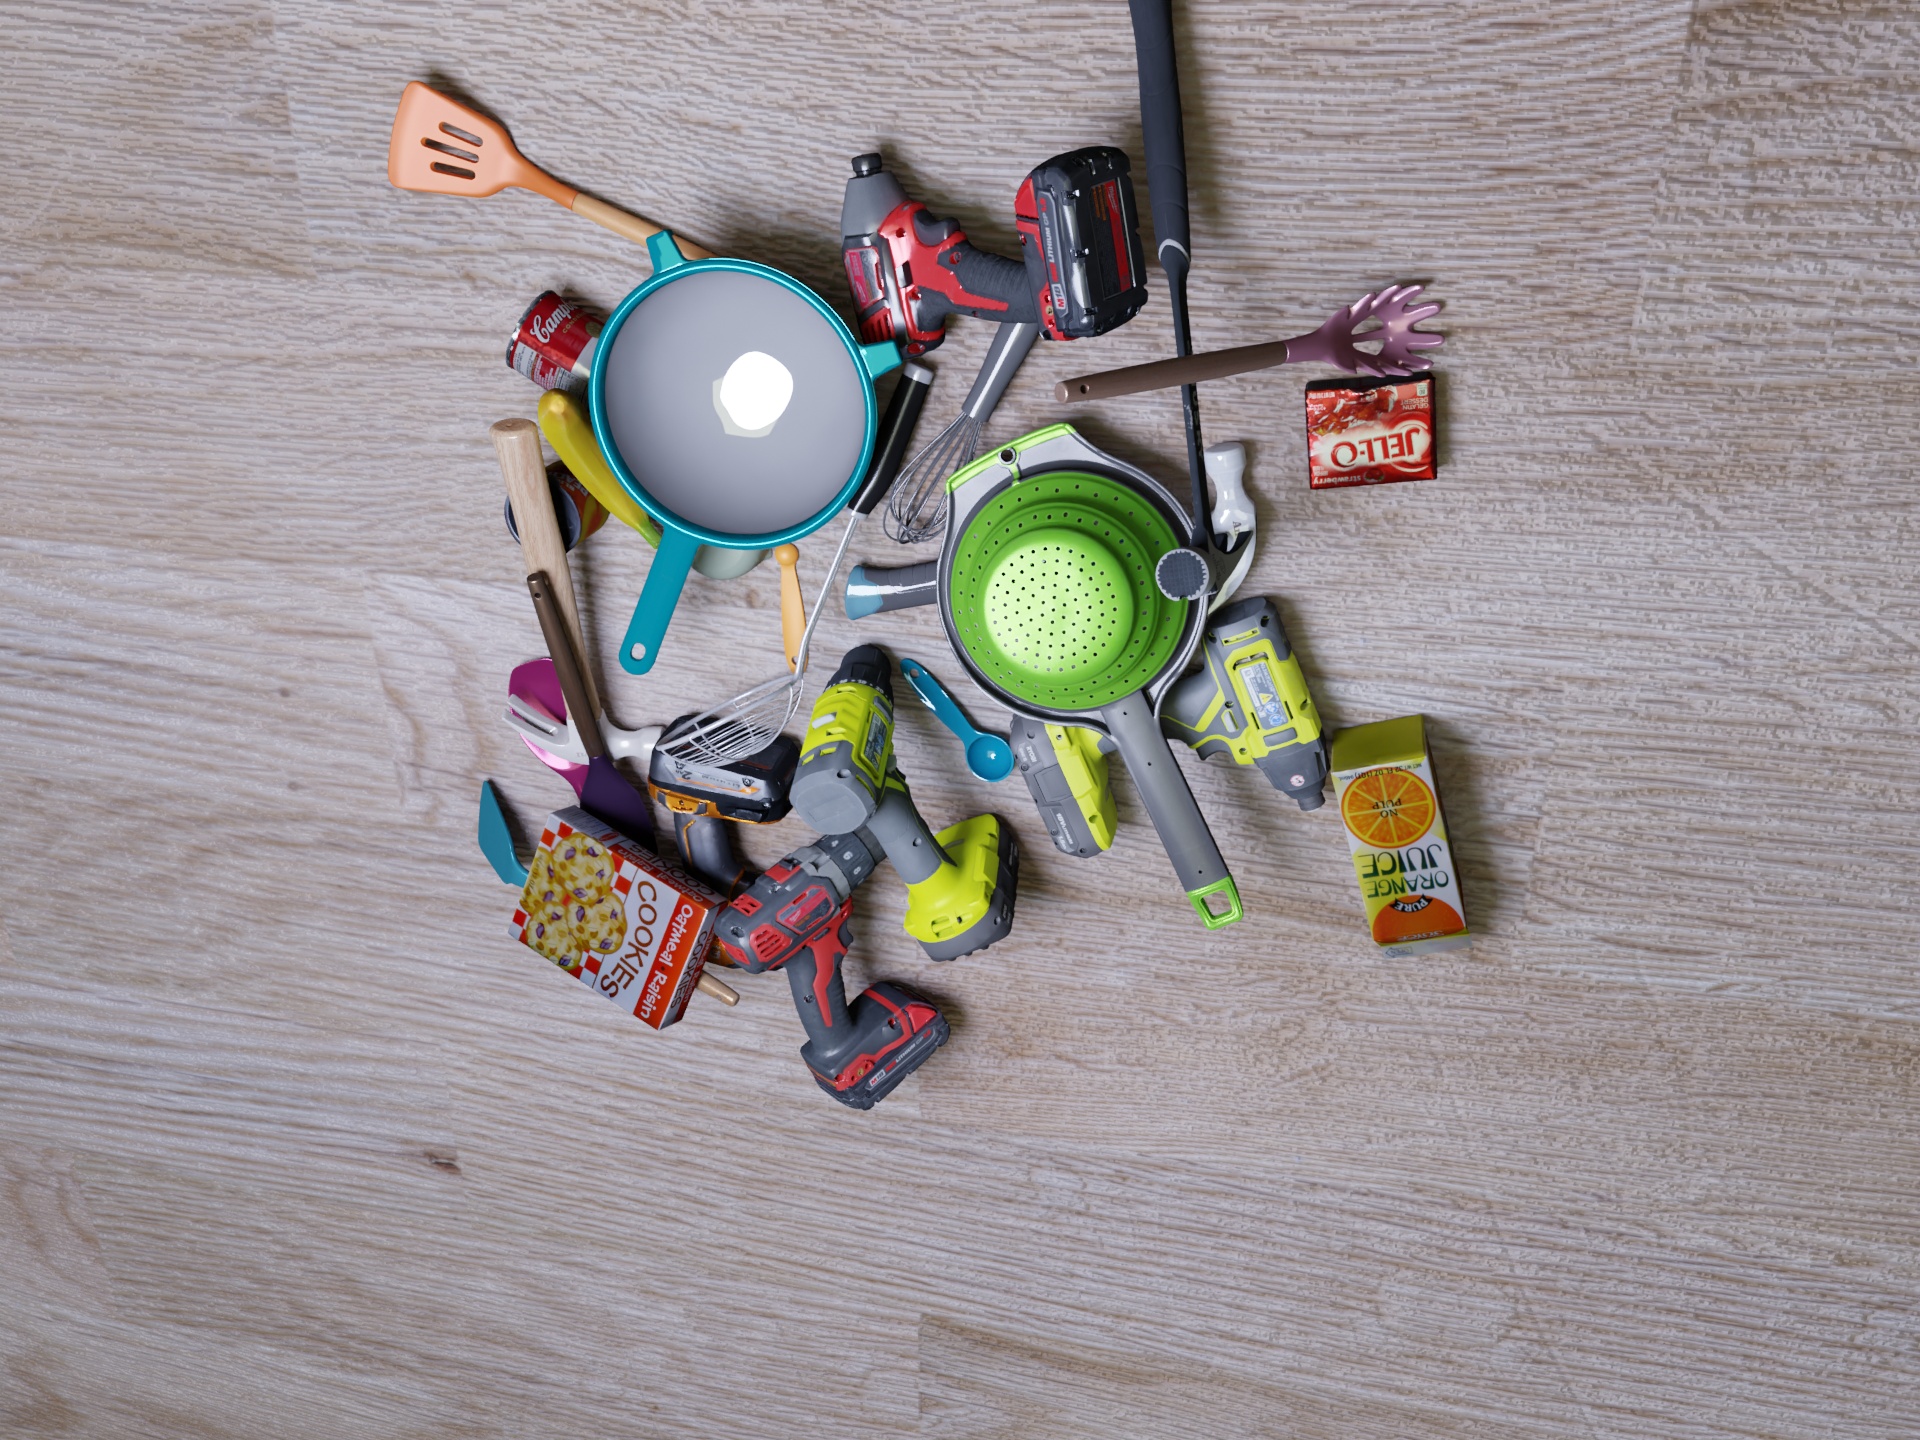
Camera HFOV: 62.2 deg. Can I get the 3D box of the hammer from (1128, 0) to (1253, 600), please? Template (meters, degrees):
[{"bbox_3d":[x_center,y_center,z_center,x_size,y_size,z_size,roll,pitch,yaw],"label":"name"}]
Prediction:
[{"bbox_3d":[0.148,-0.289,1.062,0.036,0.149,0.409,-3,99,24],"label":"hammer"}]

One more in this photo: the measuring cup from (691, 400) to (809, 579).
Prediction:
[{"bbox_3d":[-0.167,-0.180,1.250,0.083,0.038,0.167,36,119,-4],"label":"measuring cup"}]

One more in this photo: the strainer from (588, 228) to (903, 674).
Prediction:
[{"bbox_3d":[-0.184,-0.189,1.200,0.211,0.095,0.340,25,118,-4],"label":"strainer"}]

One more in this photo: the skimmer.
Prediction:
[{"bbox_3d":[-0.130,-0.119,1.235,0.090,0.127,0.363,26,106,2],"label":"skimmer"}]

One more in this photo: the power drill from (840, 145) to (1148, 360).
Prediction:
[{"bbox_3d":[0.010,-0.324,1.086,0.220,0.078,0.143,6,118,38],"label":"power drill"}]

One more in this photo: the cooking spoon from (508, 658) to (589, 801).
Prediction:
[{"bbox_3d":[-0.327,0.091,1.432,0.069,0.017,0.318,-15,111,7],"label":"cooking spoon"}]

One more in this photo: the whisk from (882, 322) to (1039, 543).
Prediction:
[{"bbox_3d":[0.008,-0.229,1.178,0.055,0.055,0.239,30,114,-1],"label":"whisk"}]

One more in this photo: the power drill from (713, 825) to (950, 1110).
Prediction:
[{"bbox_3d":[-0.090,0.196,1.356,0.080,0.188,0.226,18,140,51],"label":"power drill"}]

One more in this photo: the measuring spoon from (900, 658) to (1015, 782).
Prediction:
[{"bbox_3d":[-0.002,-0.004,1.307,0.128,0.021,0.042,48,118,0],"label":"measuring spoon"}]

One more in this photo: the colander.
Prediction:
[{"bbox_3d":[0.109,-0.014,1.146,0.204,0.094,0.397,-24,98,16],"label":"colander"}]

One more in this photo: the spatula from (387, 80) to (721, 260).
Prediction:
[{"bbox_3d":[-0.268,-0.374,1.185,0.322,0.041,0.081,25,118,1],"label":"spatula"}]

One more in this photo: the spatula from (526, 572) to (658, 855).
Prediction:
[{"bbox_3d":[-0.314,0.008,1.332,0.060,0.018,0.315,-5,131,3],"label":"spatula"}]

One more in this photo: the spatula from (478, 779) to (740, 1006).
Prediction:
[{"bbox_3d":[-0.319,0.163,1.404,0.317,0.044,0.082,28,126,16],"label":"spatula"}]

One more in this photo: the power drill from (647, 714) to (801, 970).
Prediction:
[{"bbox_3d":[-0.196,0.120,1.379,0.164,0.084,0.226,14,122,8],"label":"power drill"}]

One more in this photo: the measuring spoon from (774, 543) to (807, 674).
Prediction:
[{"bbox_3d":[-0.139,-0.089,1.301,0.021,0.011,0.116,3,115,13],"label":"measuring spoon"}]

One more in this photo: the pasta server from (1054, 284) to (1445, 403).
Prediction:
[{"bbox_3d":[0.191,-0.234,1.020,0.040,0.316,0.060,7,110,56],"label":"pasta server"}]

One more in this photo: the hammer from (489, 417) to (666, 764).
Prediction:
[{"bbox_3d":[-0.327,-0.093,1.282,0.130,0.031,0.331,0,130,4],"label":"hammer"}]

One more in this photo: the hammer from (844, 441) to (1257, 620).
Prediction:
[{"bbox_3d":[0.064,-0.122,1.221,0.331,0.033,0.128,-8,111,18],"label":"hammer"}]

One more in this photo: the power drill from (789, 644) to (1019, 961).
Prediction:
[{"bbox_3d":[-0.043,0.063,1.268,0.080,0.191,0.228,-23,121,23],"label":"power drill"}]

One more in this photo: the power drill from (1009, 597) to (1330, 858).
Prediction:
[{"bbox_3d":[0.166,0.019,1.238,0.223,0.080,0.171,-19,108,19],"label":"power drill"}]
